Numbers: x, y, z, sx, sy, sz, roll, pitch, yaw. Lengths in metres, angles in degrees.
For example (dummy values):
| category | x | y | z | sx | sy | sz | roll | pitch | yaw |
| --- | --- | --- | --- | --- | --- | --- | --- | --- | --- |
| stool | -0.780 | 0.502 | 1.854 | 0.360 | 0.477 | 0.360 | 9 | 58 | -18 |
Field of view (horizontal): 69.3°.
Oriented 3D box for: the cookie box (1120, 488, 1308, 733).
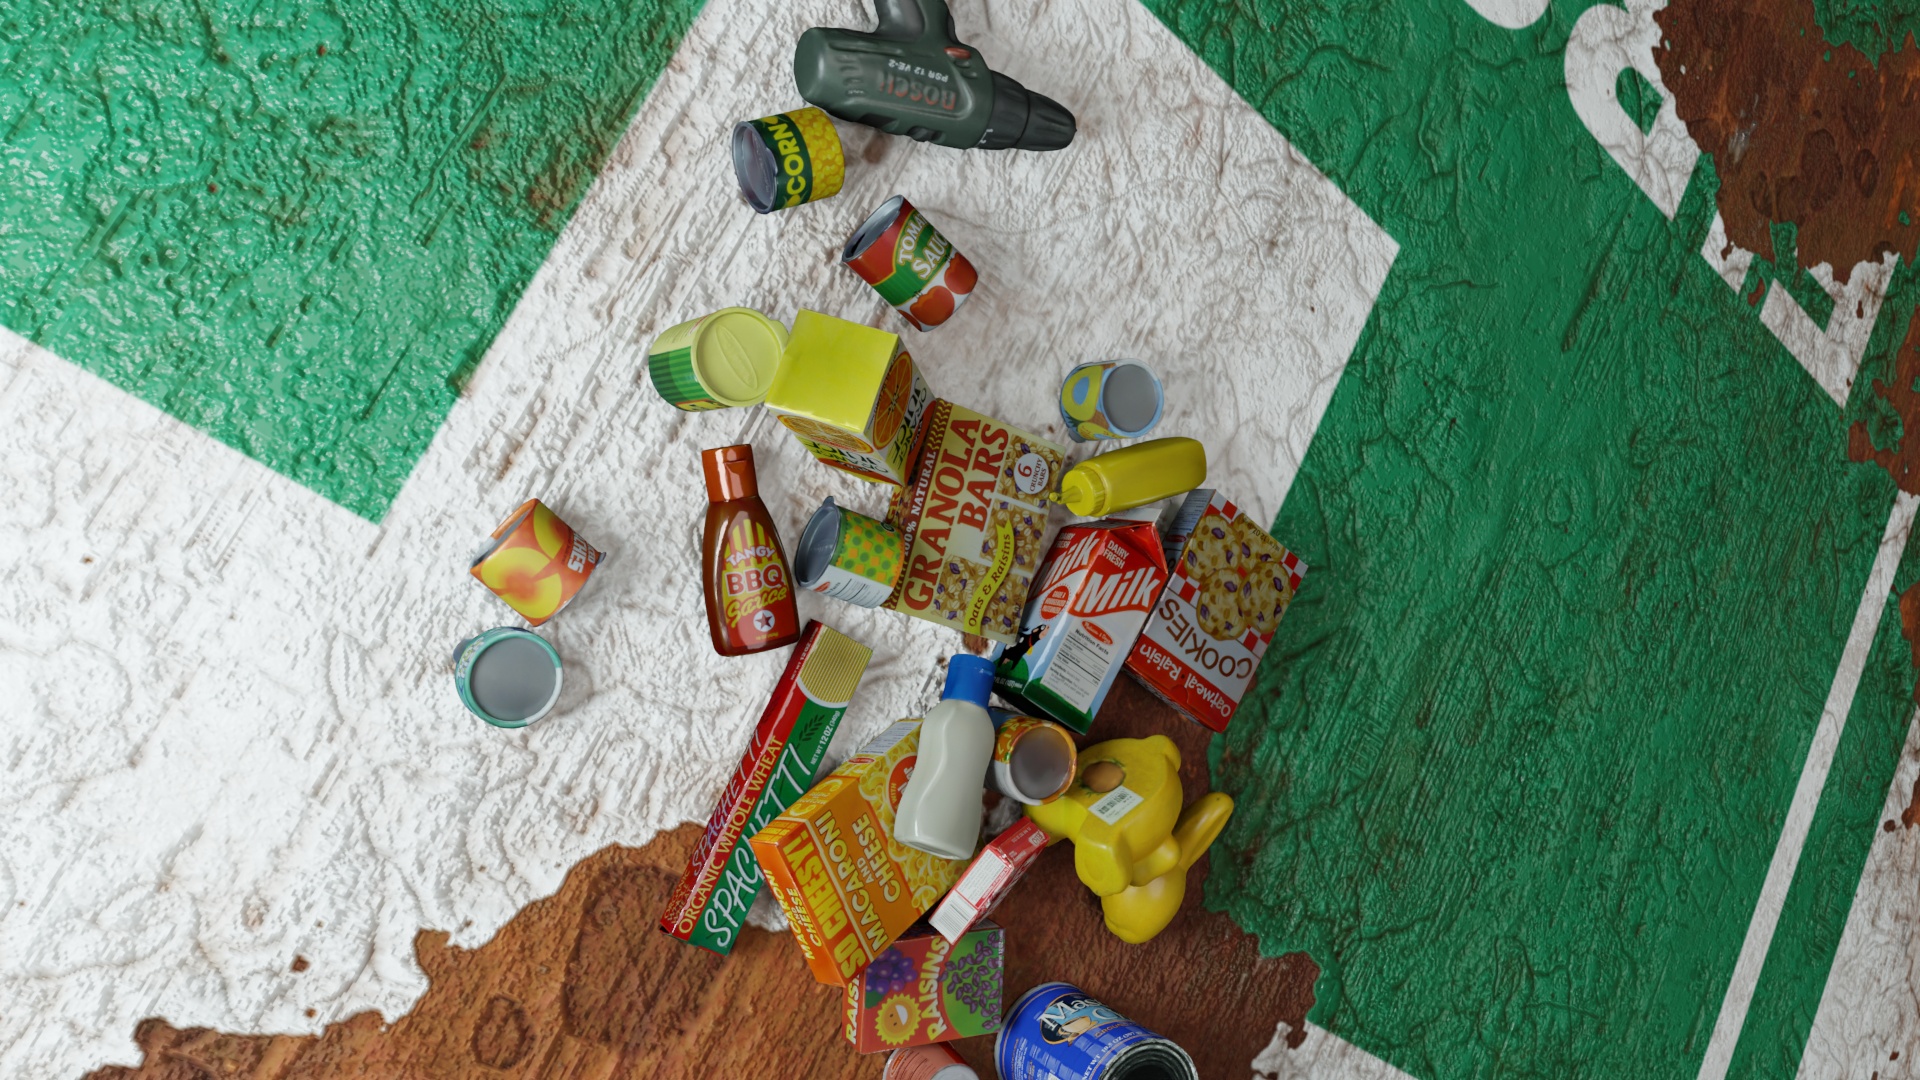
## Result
| category | x | y | z | sx | sy | sz | roll | pitch | yaw |
| --- | --- | --- | --- | --- | --- | --- | --- | --- | --- |
| cookie box | 0.208 | 0.059 | 1.173 | 0.123 | 0.040 | 0.168 | 36 | 76 | -25 |

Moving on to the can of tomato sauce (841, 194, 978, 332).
| category | x | y | z | sx | sy | sz | roll | pitch | yaw |
| --- | --- | --- | --- | --- | --- | --- | --- | --- | --- |
| can of tomato sauce | -0.036 | -0.208 | 1.046 | 0.083 | 0.071 | 0.071 | 41 | 73 | -24 |

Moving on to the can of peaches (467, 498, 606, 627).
| category | x | y | z | sx | sy | sz | roll | pitch | yaw |
| --- | --- | --- | --- | --- | --- | --- | --- | --- | --- |
| can of peaches | -0.280 | 0.013 | 0.918 | 0.058 | 0.071 | 0.071 | 45 | 71 | -21 |

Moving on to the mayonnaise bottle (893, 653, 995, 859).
| category | x | y | z | sx | sy | sz | roll | pitch | yaw |
| --- | --- | --- | --- | --- | --- | --- | --- | --- | --- |
| mayonnaise bottle | -0.005 | 0.160 | 1.044 | 0.064 | 0.041 | 0.148 | 29 | 63 | -34 |

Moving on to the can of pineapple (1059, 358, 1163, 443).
| category | x | y | z | sx | sy | sz | roll | pitch | yaw |
| --- | --- | --- | --- | --- | --- | --- | --- | --- | --- |
| can of pineapple | 0.124 | -0.114 | 1.142 | 0.071 | 0.058 | 0.071 | -1 | 92 | -29 |

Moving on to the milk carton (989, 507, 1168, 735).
| category | x | y | z | sx | sy | sz | roll | pitch | yaw |
| --- | --- | --- | --- | --- | --- | --- | --- | --- | --- |
| milk carton | 0.101 | 0.054 | 1.126 | 0.073 | 0.072 | 0.191 | 36 | 76 | -25 |

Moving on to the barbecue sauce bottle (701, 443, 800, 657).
| category | x | y | z | sx | sy | sz | roll | pitch | yaw |
| --- | --- | --- | --- | --- | --- | --- | --- | --- | --- |
| barbecue sauce bottle | -0.157 | 0.006 | 1.000 | 0.065 | 0.043 | 0.148 | -11 | 96 | -27 |

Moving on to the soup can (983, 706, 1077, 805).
| category | x | y | z | sx | sy | sz | roll | pitch | yaw |
| --- | --- | --- | --- | --- | --- | --- | --- | --- | --- |
| soup can | 0.045 | 0.166 | 1.091 | 0.071 | 0.083 | 0.071 | -1 | 91 | -29 |

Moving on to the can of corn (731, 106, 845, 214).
| category | x | y | z | sx | sy | sz | roll | pitch | yaw |
| --- | --- | --- | --- | --- | --- | --- | --- | --- | --- |
| can of corn | -0.122 | -0.273 | 0.997 | 0.058 | 0.071 | 0.071 | -22 | 102 | -27 |

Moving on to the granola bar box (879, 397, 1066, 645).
| category | x | y | z | sx | sy | sz | roll | pitch | yaw |
| --- | --- | --- | --- | --- | --- | --- | --- | --- | --- |
| granola bar box | 0.004 | -0.014 | 1.090 | 0.124 | 0.039 | 0.165 | 19 | 82 | -29 |

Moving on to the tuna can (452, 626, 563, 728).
| category | x | y | z | sx | sy | sz | roll | pitch | yaw |
| --- | --- | --- | --- | --- | --- | --- | --- | --- | --- |
| tuna can | -0.303 | 0.090 | 0.927 | 0.071 | 0.033 | 0.071 | -1 | 92 | -29 |

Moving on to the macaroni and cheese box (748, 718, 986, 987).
| category | x | y | z | sx | sy | sz | roll | pitch | yaw |
| --- | --- | --- | --- | --- | --- | --- | --- | --- | --- |
| macaroni and cheese box | -0.065 | 0.228 | 1.033 | 0.167 | 0.040 | 0.123 | -35 | 107 | -41 |

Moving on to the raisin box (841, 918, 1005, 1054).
| category | x | y | z | sx | sy | sz | roll | pitch | yaw |
| --- | --- | --- | --- | --- | --- | --- | --- | --- | --- |
| raisin box | -0.029 | 0.343 | 1.080 | 0.123 | 0.040 | 0.086 | 2 | 91 | -30 |

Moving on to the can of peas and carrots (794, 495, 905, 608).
| category | x | y | z | sx | sy | sz | roll | pitch | yaw |
| --- | --- | --- | --- | --- | --- | --- | --- | --- | --- |
| can of peas and carrots | -0.081 | 0.009 | 1.029 | 0.059 | 0.071 | 0.071 | 21 | 81 | -28 |

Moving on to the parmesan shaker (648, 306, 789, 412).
| category | x | y | z | sx | sy | sz | roll | pitch | yaw |
| --- | --- | --- | --- | --- | --- | --- | --- | --- | --- |
| parmesan shaker | -0.167 | -0.124 | 0.957 | 0.071 | 0.103 | 0.071 | -1 | 92 | -28 |

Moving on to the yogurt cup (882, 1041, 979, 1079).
| category | x | y | z | sx | sy | sz | roll | pitch | yaw |
| --- | --- | --- | --- | --- | --- | --- | --- | --- | --- |
| yogurt cup | -0.019 | 0.425 | 1.078 | 0.072 | 0.054 | 0.072 | 0 | 91 | -29 |

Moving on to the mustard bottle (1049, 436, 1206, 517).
| category | x | y | z | sx | sy | sz | roll | pitch | yaw |
| --- | --- | --- | --- | --- | --- | --- | --- | --- | --- |
| mustard bottle | 0.130 | -0.049 | 1.135 | 0.161 | 0.065 | 0.048 | -17 | 102 | -36 |

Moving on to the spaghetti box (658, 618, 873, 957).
| category | x | y | z | sx | sy | sz | roll | pitch | yaw |
| --- | --- | --- | --- | --- | --- | --- | --- | --- | --- |
| spaghetti box | -0.141 | 0.180 | 1.021 | 0.050 | 0.028 | 0.250 | 31 | 76 | -26 |

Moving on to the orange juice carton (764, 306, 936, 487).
| category | x | y | z | sx | sy | sz | roll | pitch | yaw |
| --- | --- | --- | --- | --- | --- | --- | --- | --- | --- |
| orange juice carton | -0.069 | -0.092 | 0.985 | 0.073 | 0.192 | 0.072 | 17 | 82 | 12 |
